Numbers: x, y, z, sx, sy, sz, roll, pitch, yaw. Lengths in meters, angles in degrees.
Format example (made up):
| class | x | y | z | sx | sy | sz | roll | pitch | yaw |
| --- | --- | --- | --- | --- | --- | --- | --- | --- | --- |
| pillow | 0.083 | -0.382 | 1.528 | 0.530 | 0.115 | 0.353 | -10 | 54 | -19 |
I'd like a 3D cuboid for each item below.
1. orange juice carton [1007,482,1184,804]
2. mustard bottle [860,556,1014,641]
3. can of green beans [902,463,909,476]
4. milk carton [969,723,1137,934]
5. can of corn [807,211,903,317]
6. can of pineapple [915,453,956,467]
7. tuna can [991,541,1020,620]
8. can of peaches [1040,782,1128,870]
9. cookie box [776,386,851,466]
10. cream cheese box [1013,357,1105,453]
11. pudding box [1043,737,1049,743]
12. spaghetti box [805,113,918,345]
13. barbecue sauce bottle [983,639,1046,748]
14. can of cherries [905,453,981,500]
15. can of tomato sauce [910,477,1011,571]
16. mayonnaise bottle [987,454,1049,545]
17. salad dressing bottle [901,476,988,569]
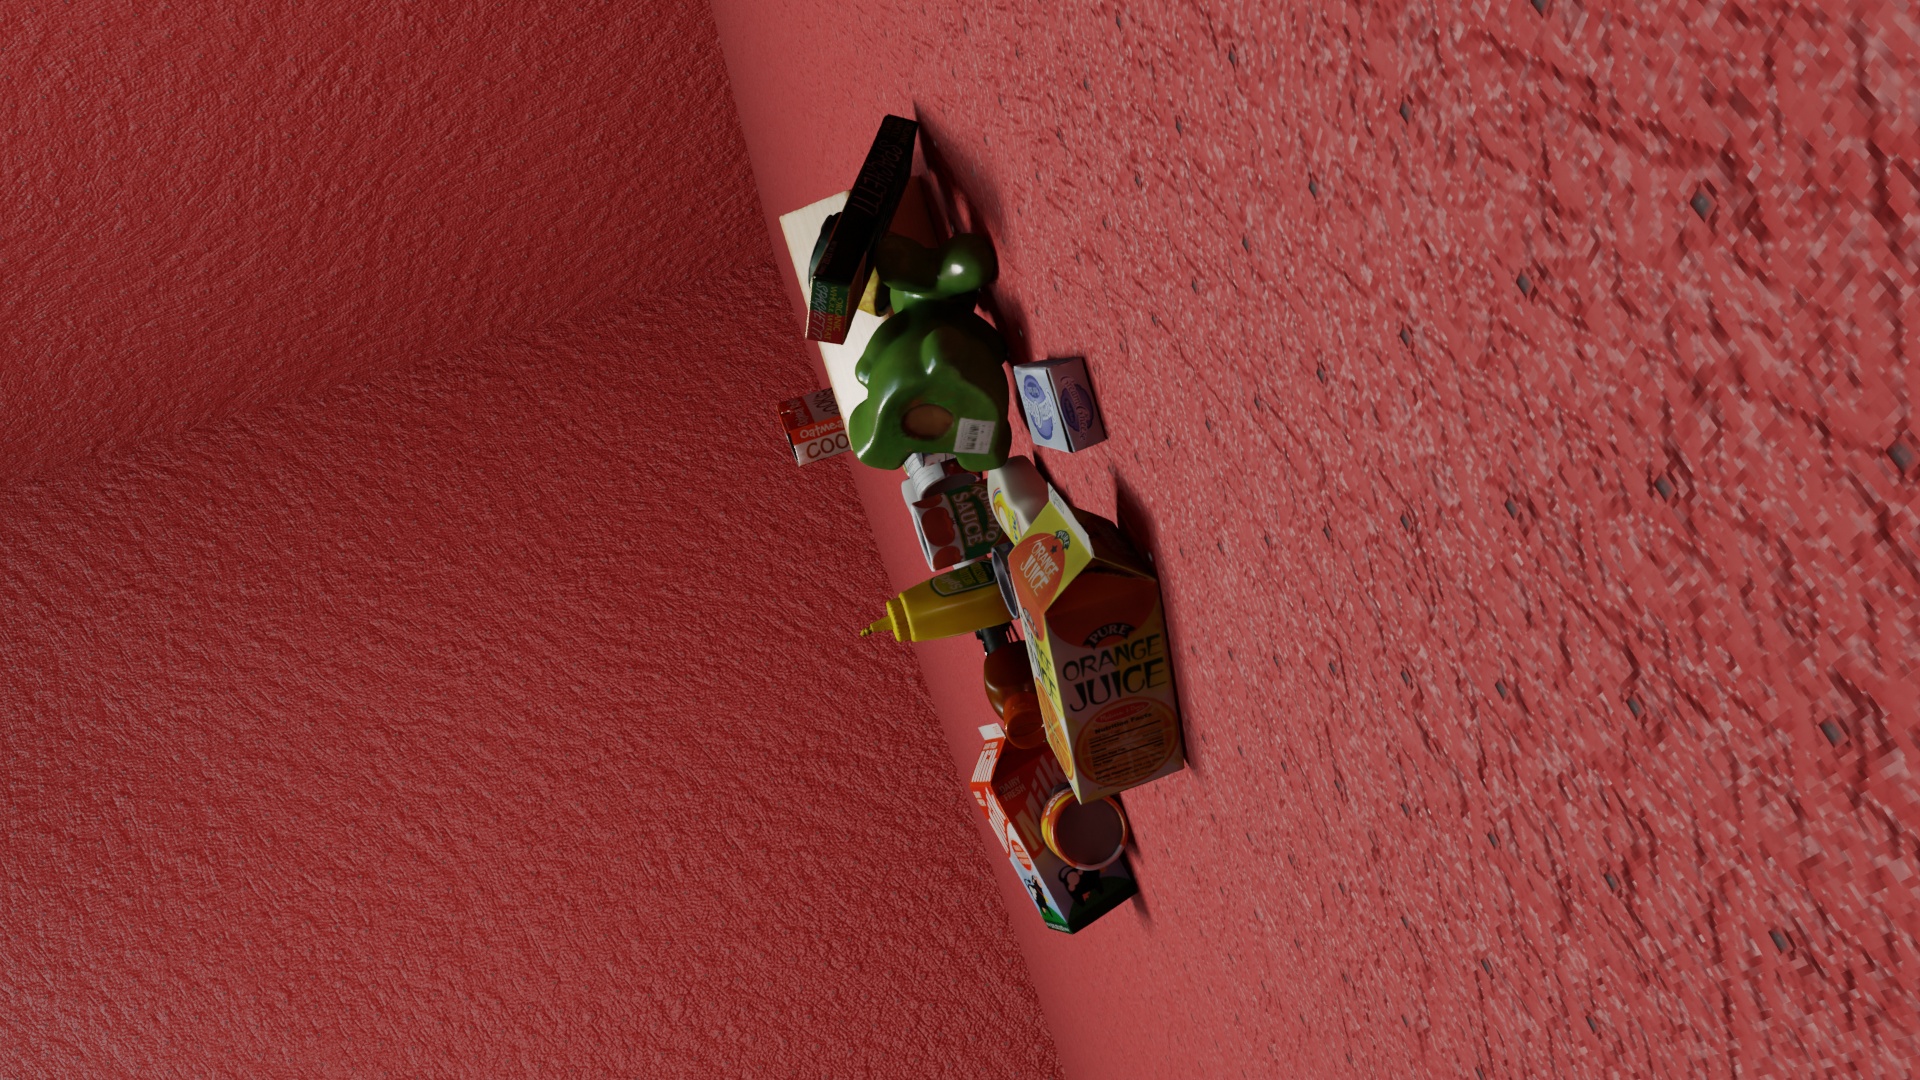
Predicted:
| class | x | y | z | sx | sy | sz | roll | pitch | yaw |
| --- | --- | --- | --- | --- | --- | --- | --- | --- | --- |
| orange juice carton | 0.081 | 0.060 | 0.851 | 0.072 | 0.073 | 0.191 | -118 | 13 | -58 |
| mustard bottle | -0.015 | 0.060 | 1.268 | 0.065 | 0.160 | 0.048 | -123 | 18 | -61 |
| can of green beans | -0.037 | -0.106 | 1.452 | 0.071 | 0.058 | 0.071 | 165 | 87 | -83 |
| milk carton | 0.072 | 0.248 | 1.243 | 0.190 | 0.074 | 0.072 | 60 | 162 | 3 |
| can of corn | -0.077 | -0.214 | 1.070 | 0.071 | 0.058 | 0.071 | 21 | -88 | -79 |
| can of pineapple | -0.019 | -0.109 | 1.293 | 0.071 | 0.058 | 0.071 | 165 | 87 | -83 |
| tuna can | 0.052 | 0.031 | 1.194 | 0.071 | 0.033 | 0.071 | 165 | 87 | -83 |
| can of peaches | 0.103 | 0.241 | 1.178 | 0.058 | 0.071 | 0.071 | 135 | 117 | -82 |
| cookie box | -0.094 | -0.130 | 1.377 | 0.123 | 0.168 | 0.040 | -125 | 19 | -68 |
| cream cheese box | 0.059 | -0.085 | 0.857 | 0.104 | 0.024 | 0.053 | -142 | 34 | -79 |
| pudding box | 0.102 | 0.226 | 1.317 | 0.050 | 0.030 | 0.083 | -117 | 11 | -45 |
| spaghetti box | -0.068 | -0.232 | 1.004 | 0.251 | 0.029 | 0.049 | -77 | 0 | -47 |
| barbecue sauce bottle | 0.054 | 0.134 | 1.215 | 0.149 | 0.065 | 0.043 | -92 | -16 | -73 |
| can of cherries | -0.017 | -0.073 | 1.359 | 0.071 | 0.071 | 0.058 | 86 | 164 | -64 |
| can of tomato sauce | 0.004 | -0.016 | 1.240 | 0.071 | 0.083 | 0.071 | 165 | 87 | -84 |
| mayonnaise bottle | 0.057 | -0.009 | 1.001 | 0.148 | 0.041 | 0.064 | -119 | 15 | -62 |
| salad dressing bottle | -0.005 | -0.006 | 1.421 | 0.044 | 0.064 | 0.147 | -26 | 97 | 41 |
